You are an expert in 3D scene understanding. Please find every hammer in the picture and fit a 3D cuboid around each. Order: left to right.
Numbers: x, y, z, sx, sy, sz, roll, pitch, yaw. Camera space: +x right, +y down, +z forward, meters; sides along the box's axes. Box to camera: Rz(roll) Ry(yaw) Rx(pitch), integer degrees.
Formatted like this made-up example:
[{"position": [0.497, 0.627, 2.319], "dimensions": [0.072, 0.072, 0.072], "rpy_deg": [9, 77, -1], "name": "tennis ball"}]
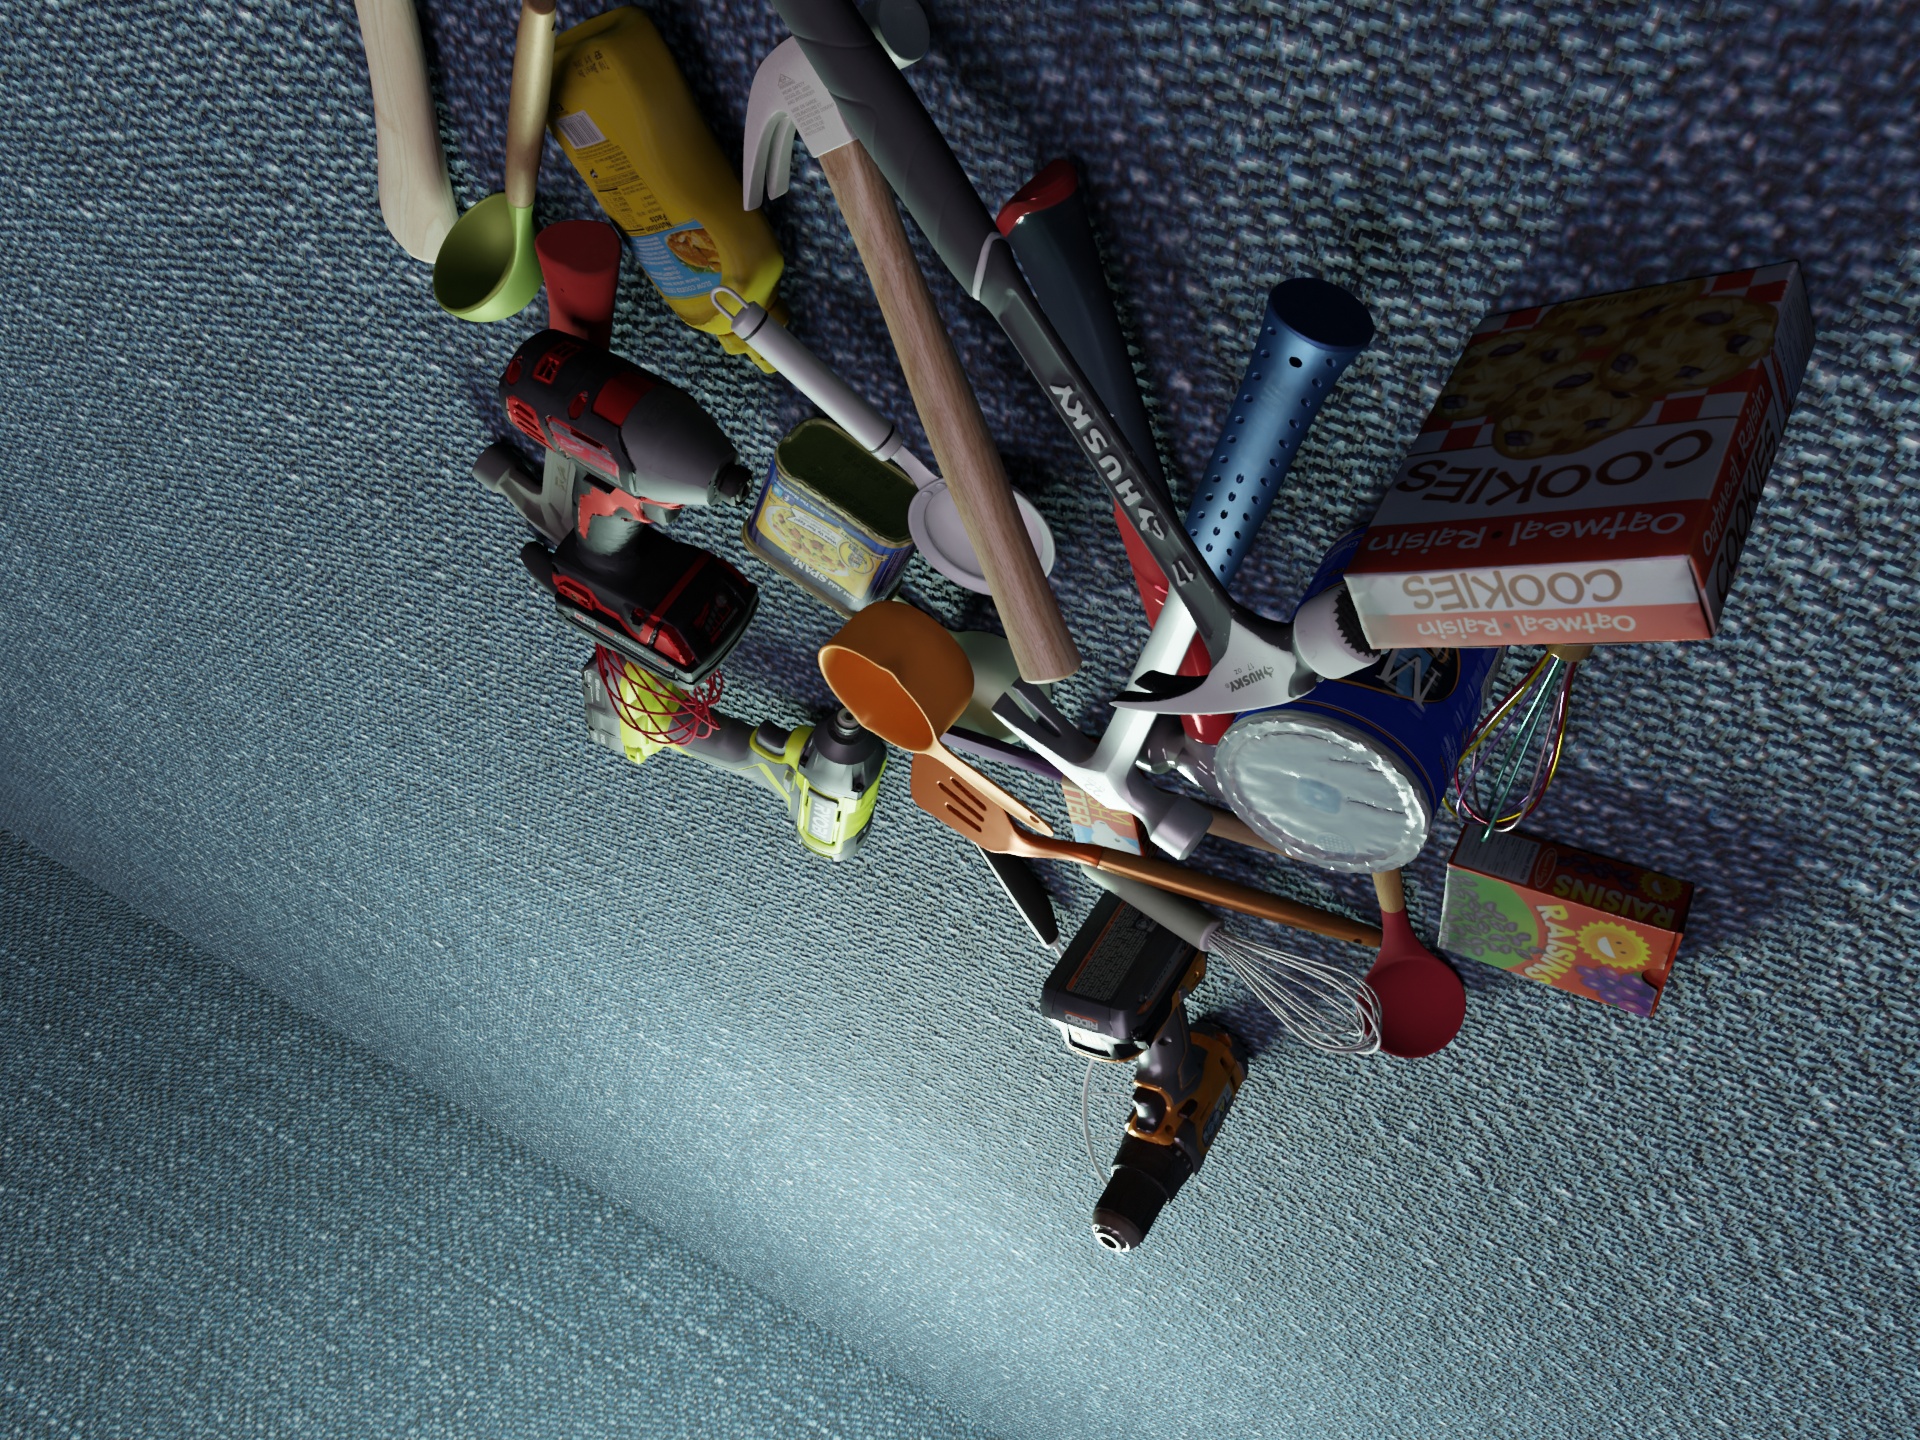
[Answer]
[{"position": [-0.291, -0.397, 0.796], "dimensions": [0.146, 0.038, 0.410], "rpy_deg": [26, 147, 12], "name": "hammer"}, {"position": [-0.231, -0.185, 0.975], "dimensions": [0.149, 0.037, 0.359], "rpy_deg": [37, 157, -4], "name": "hammer"}, {"position": [-0.014, -0.168, 0.778], "dimensions": [0.130, 0.031, 0.331], "rpy_deg": [-2, 118, 46], "name": "hammer"}, {"position": [0.022, -0.175, 0.682], "dimensions": [0.409, 0.036, 0.149], "rpy_deg": [56, 146, -4], "name": "hammer"}, {"position": [0.108, -0.098, 0.810], "dimensions": [0.143, 0.038, 0.385], "rpy_deg": [18, 144, 40], "name": "hammer"}, {"position": [0.107, -0.062, 0.785], "dimensions": [0.144, 0.035, 0.405], "rpy_deg": [35, 152, 12], "name": "hammer"}]

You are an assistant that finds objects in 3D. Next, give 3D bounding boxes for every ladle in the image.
[{"position": [-0.232, -0.280, 0.798], "dimensions": [0.062, 0.078, 0.320], "rpy_deg": [18, 168, -15], "name": "ladle"}, {"position": [0.254, 0.094, 0.951], "dimensions": [0.069, 0.031, 0.315], "rpy_deg": [-15, 128, 9], "name": "ladle"}]

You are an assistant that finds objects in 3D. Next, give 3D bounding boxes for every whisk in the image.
[{"position": [-0.242, -0.063, 1.097], "dimensions": [0.296, 0.073, 0.073], "rpy_deg": [38, 158, 45], "name": "whisk"}, {"position": [0.171, 0.145, 1.039], "dimensions": [0.247, 0.058, 0.059], "rpy_deg": [31, 148, 38], "name": "whisk"}, {"position": [0.282, -0.021, 0.766], "dimensions": [0.047, 0.051, 0.244], "rpy_deg": [29, 145, 20], "name": "whisk"}]

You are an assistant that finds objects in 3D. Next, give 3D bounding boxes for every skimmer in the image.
[{"position": [0.073, 0.227, 1.237], "dimensions": [0.363, 0.090, 0.127], "rpy_deg": [58, 173, -29], "name": "skimmer"}]

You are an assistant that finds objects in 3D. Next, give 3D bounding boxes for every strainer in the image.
[{"position": [-0.032, -0.146, 0.853], "dimensions": [0.258, 0.050, 0.087], "rpy_deg": [39, 141, -27], "name": "strainer"}]

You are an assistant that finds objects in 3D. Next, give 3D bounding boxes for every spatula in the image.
[{"position": [0.089, 0.040, 0.984], "dimensions": [0.316, 0.018, 0.059], "rpy_deg": [18, 179, 8], "name": "spatula"}, {"position": [0.116, 0.088, 1.034], "dimensions": [0.322, 0.041, 0.081], "rpy_deg": [16, 143, 5], "name": "spatula"}]

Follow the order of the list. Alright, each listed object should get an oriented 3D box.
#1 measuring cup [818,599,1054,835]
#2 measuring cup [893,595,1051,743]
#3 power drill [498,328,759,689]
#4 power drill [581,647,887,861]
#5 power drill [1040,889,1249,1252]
[{"position": [-0.001, -0.003, 0.935], "dimensions": [0.173, 0.052, 0.095], "rpy_deg": [38, 157, 2], "name": "measuring cup"}, {"position": [-0.021, -0.042, 1.013], "dimensions": [0.167, 0.038, 0.083], "rpy_deg": [34, 148, -2], "name": "measuring cup"}, {"position": [-0.178, -0.116, 0.909], "dimensions": [0.143, 0.078, 0.219], "rpy_deg": [28, 153, 11], "name": "power drill"}, {"position": [-0.162, 0.005, 1.175], "dimensions": [0.223, 0.080, 0.171], "rpy_deg": [26, 148, 7], "name": "power drill"}, {"position": [0.128, 0.253, 1.136], "dimensions": [0.084, 0.185, 0.226], "rpy_deg": [10, 138, 36], "name": "power drill"}]
